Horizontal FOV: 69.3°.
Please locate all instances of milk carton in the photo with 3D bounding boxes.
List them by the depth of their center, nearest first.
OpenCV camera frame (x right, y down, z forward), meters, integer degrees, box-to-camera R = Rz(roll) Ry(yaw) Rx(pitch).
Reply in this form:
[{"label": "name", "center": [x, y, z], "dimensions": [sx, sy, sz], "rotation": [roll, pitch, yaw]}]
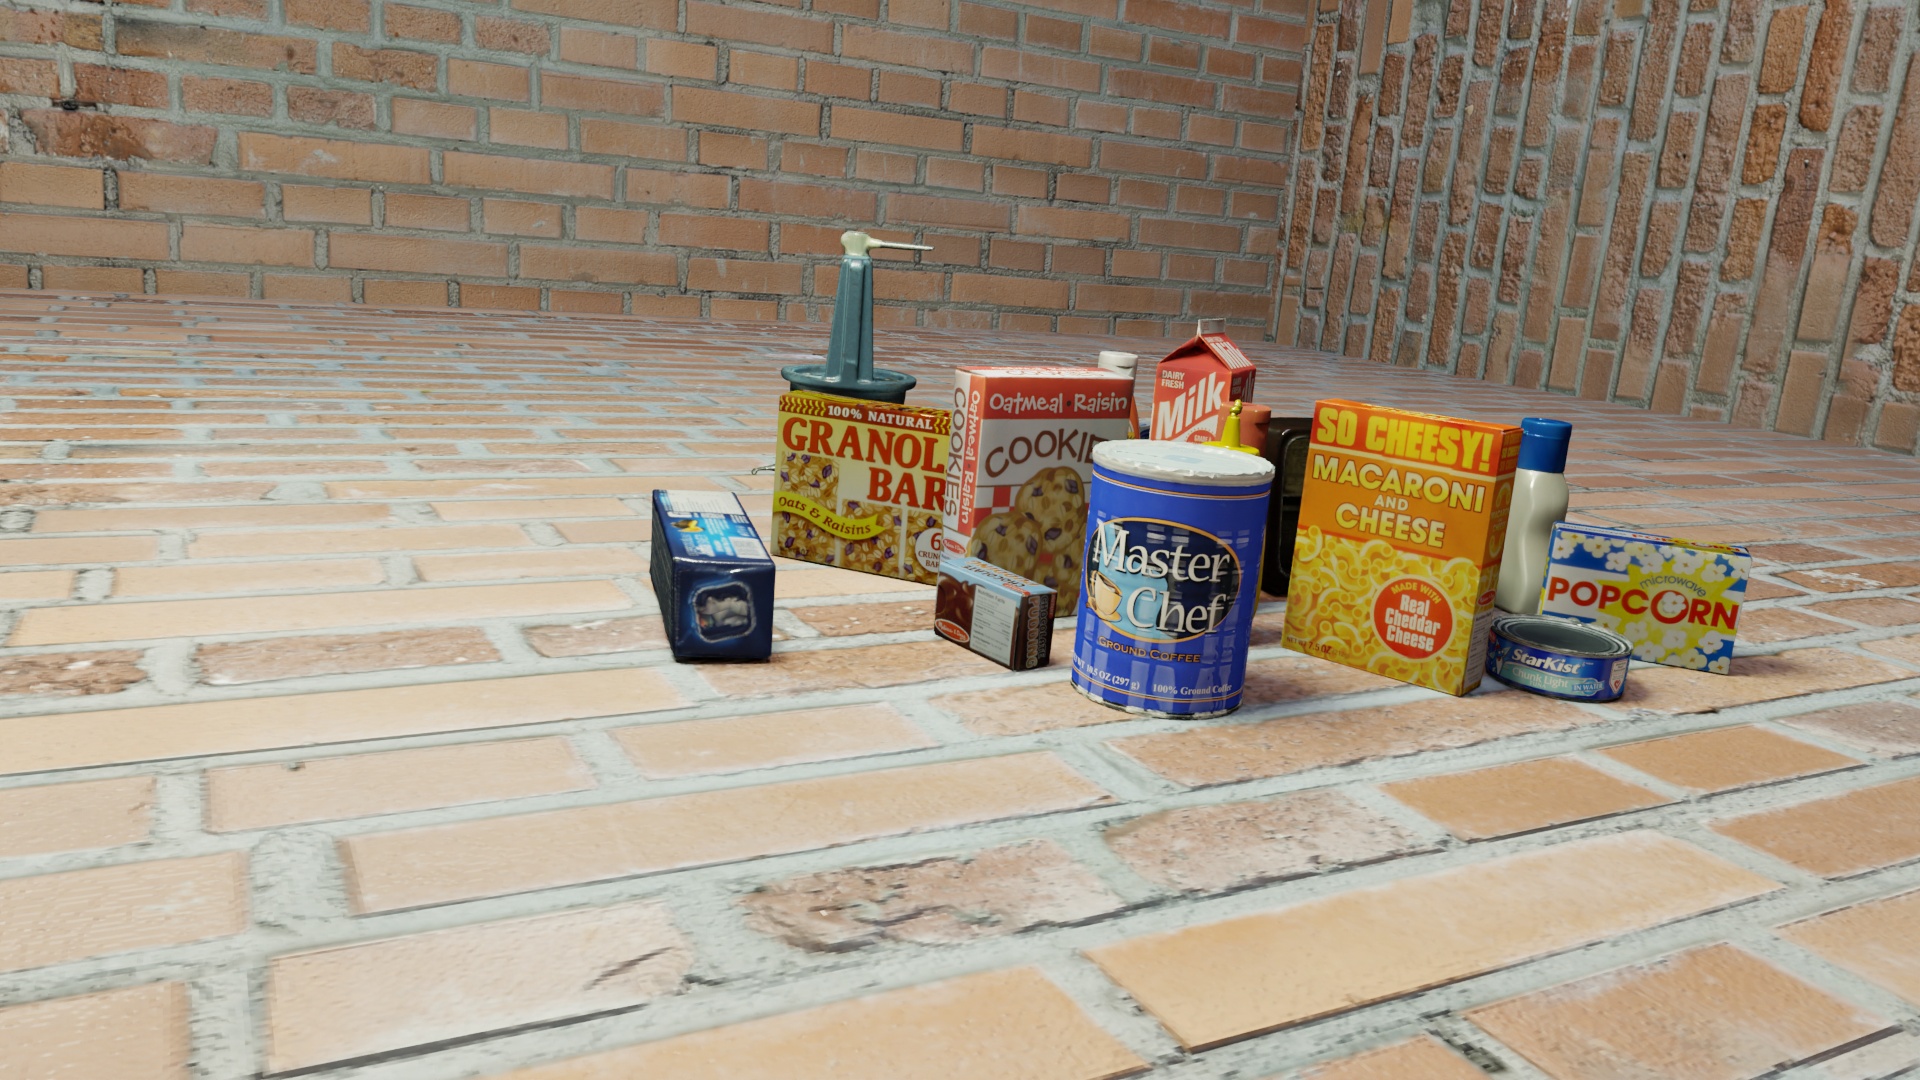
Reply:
[{"label": "milk carton", "center": [0.220, -0.107, 1.271], "dimensions": [0.073, 0.190, 0.072], "rotation": [12, 14, 27]}]

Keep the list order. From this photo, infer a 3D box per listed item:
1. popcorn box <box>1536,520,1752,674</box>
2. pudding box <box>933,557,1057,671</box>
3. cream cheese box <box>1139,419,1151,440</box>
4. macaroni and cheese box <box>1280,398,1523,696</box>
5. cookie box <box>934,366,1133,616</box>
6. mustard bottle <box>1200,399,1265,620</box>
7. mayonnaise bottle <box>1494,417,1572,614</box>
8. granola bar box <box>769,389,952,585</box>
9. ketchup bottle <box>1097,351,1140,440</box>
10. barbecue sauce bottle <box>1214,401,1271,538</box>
[{"label": "popcorn box", "center": [0.475, 0.039, 0.973], "dimensions": [0.127, 0.085, 0.038], "rotation": [9, 13, 19]}, {"label": "pudding box", "center": [0.020, 0.044, 0.857], "dimensions": [0.030, 0.049, 0.084], "rotation": [-5, 16, -38]}, {"label": "cream cheese box", "center": [0.196, -0.104, 1.551], "dimensions": [0.024, 0.053, 0.104], "rotation": [12, 15, 29]}, {"label": "macaroni and cheese box", "center": [0.277, 0.001, 0.882], "dimensions": [0.124, 0.166, 0.040], "rotation": [15, 16, 37]}, {"label": "cookie box", "center": [0.049, -0.032, 0.934], "dimensions": [0.123, 0.167, 0.040], "rotation": [-3, 15, -33]}, {"label": "mustard bottle", "center": [0.170, -0.013, 0.915], "dimensions": [0.065, 0.159, 0.049], "rotation": [4, 13, -5]}, {"label": "mayonnaise bottle", "center": [0.439, -0.019, 1.068], "dimensions": [0.041, 0.147, 0.065], "rotation": [3, 13, -7]}, {"label": "granola bar box", "center": [-0.055, -0.039, 1.020], "dimensions": [0.165, 0.124, 0.039], "rotation": [10, 13, 21]}, {"label": "ketchup bottle", "center": [0.142, -0.104, 1.318], "dimensions": [0.065, 0.148, 0.043], "rotation": [1, 13, -17]}, {"label": "barbecue sauce bottle", "center": [0.194, -0.024, 0.996], "dimensions": [0.065, 0.148, 0.044], "rotation": [-6, 17, -41]}]
